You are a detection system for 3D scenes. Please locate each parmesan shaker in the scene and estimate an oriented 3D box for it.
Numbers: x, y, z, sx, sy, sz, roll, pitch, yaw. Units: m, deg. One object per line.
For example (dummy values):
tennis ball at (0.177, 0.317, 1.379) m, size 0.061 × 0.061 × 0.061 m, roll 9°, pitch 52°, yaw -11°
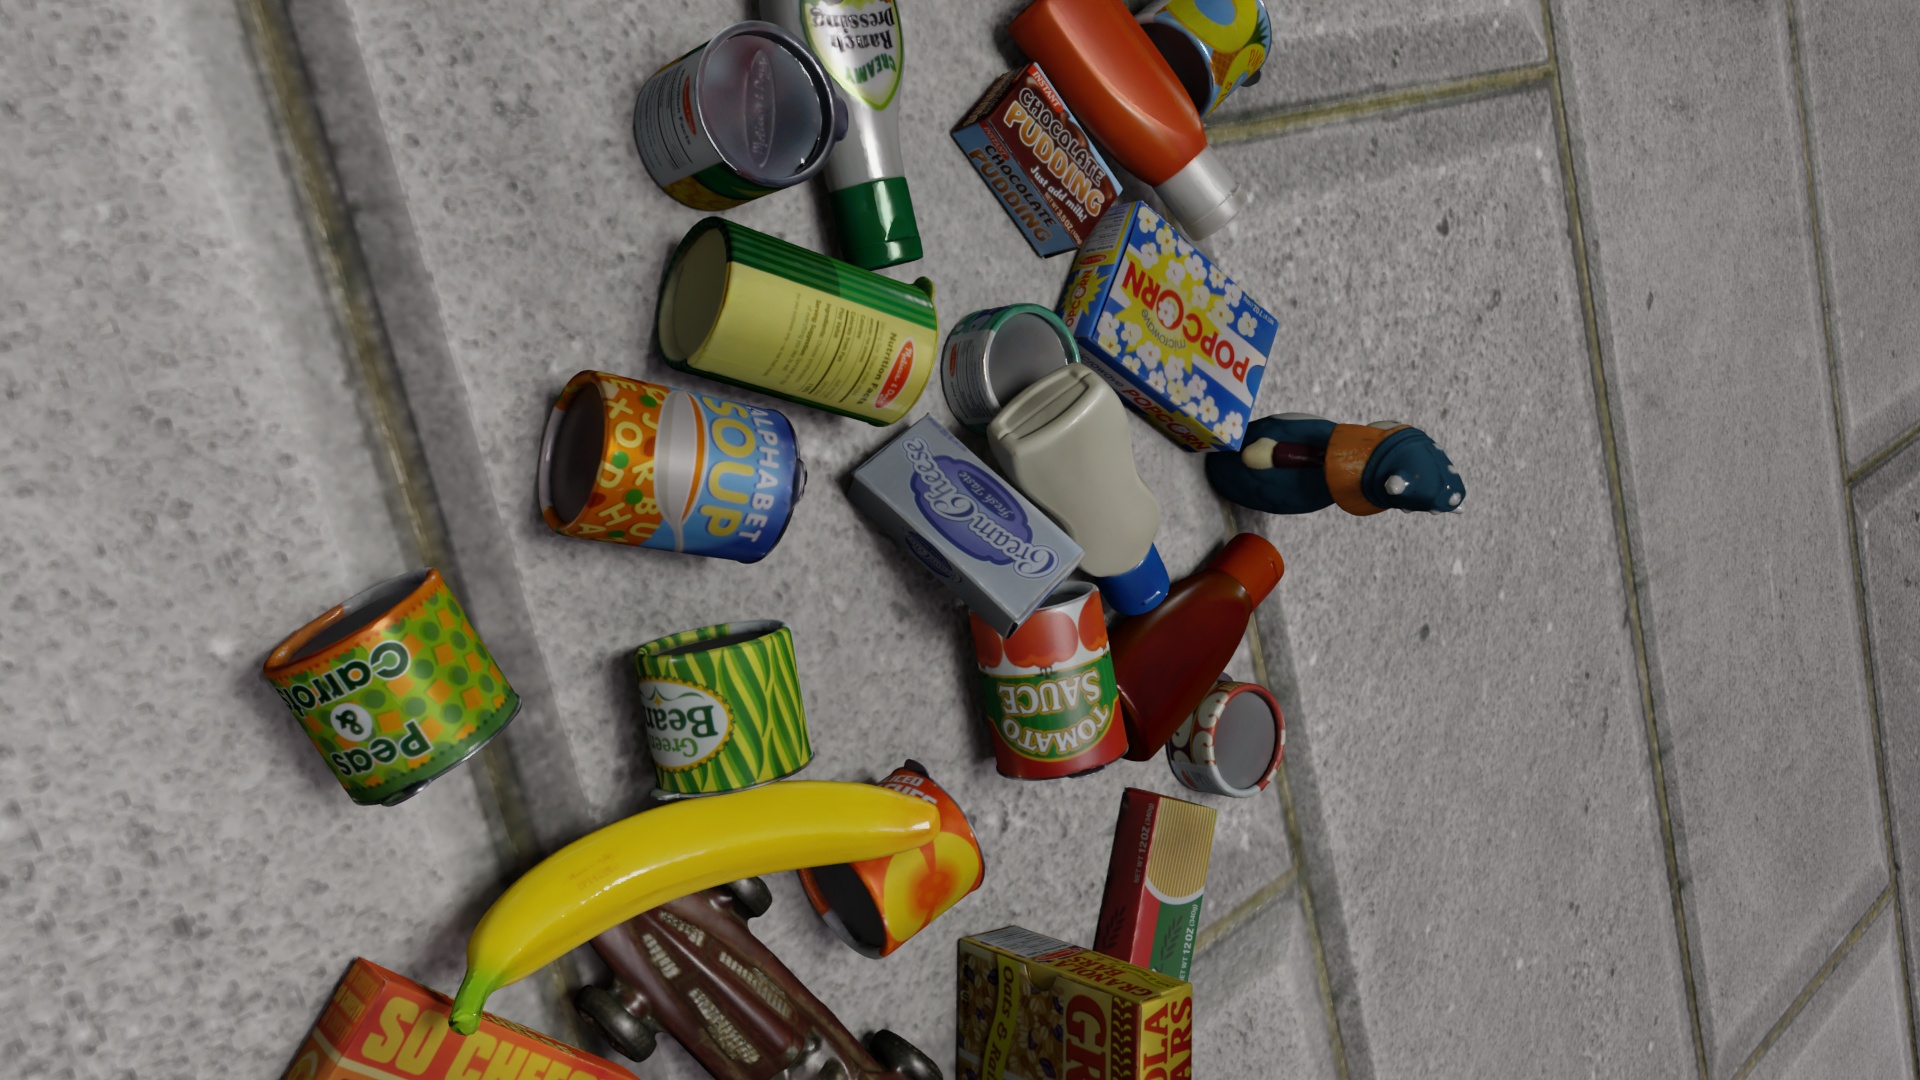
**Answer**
parmesan shaker at (-0.069, -0.095, 0.594) m, size 0.103 × 0.071 × 0.071 m, roll 13°, pitch 82°, yaw -37°

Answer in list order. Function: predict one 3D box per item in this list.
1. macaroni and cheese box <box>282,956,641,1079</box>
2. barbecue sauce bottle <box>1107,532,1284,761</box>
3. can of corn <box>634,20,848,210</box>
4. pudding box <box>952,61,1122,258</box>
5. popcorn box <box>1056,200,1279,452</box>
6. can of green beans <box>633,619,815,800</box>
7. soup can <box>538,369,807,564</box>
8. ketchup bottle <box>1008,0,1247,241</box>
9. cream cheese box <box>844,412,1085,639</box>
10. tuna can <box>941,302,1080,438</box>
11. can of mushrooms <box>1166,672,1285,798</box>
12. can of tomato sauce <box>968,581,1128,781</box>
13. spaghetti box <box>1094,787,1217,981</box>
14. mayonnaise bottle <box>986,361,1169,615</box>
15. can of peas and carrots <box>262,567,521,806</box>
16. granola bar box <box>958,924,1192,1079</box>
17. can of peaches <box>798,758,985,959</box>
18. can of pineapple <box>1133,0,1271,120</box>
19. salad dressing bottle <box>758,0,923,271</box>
macaroni and cheese box at (-0.207, 0.254, 0.503) m, size 0.123 × 0.040 × 0.167 m, roll 39°, pitch 68°, yaw -31°
barbecue sauce bottle at (0.124, 0.052, 0.761) m, size 0.149 × 0.043 × 0.064 m, roll -41°, pitch 119°, yaw -31°
can of corn at (-0.092, -0.175, 0.582) m, size 0.071 × 0.058 × 0.071 m, roll 0°, pitch 90°, yaw -38°
pudding box at (0.040, -0.192, 0.704) m, size 0.083 × 0.030 × 0.050 m, roll 50°, pitch 61°, yaw -27°
popcorn box at (0.112, -0.113, 0.755) m, size 0.126 × 0.038 × 0.085 m, roll 31°, pitch 70°, yaw -34°
can of green beans at (-0.097, 0.068, 0.573) m, size 0.071 × 0.071 × 0.057 m, roll -14°, pitch 99°, yaw -37°
soup can at (-0.115, -0.029, 0.556) m, size 0.084 × 0.071 × 0.071 m, roll 10°, pitch 84°, yaw -38°
ketchup bottle at (0.091, -0.223, 0.716) m, size 0.148 × 0.043 × 0.065 m, roll 48°, pitch 50°, yaw -14°
cream cheese box at (0.002, -0.008, 0.644) m, size 0.104 × 0.024 × 0.053 m, roll 42°, pitch 60°, yaw 9°
tuna can at (0.028, -0.084, 0.692) m, size 0.071 × 0.033 × 0.071 m, roll 0°, pitch 91°, yaw -38°
can of mushrooms at (0.152, 0.110, 0.790) m, size 0.071 × 0.033 × 0.071 m, roll 0°, pitch 90°, yaw -37°
can of tomato sauce at (0.043, 0.068, 0.681) m, size 0.071 × 0.071 × 0.083 m, roll -17°, pitch 100°, yaw -37°
spaghetti box at (0.091, 0.261, 0.744) m, size 0.050 × 0.028 × 0.250 m, roll 19°, pitch 78°, yaw -36°
mayonnaise bottle at (0.067, -0.018, 0.694) m, size 0.065 × 0.041 × 0.147 m, roll -37°, pitch 134°, yaw -5°
can of peas and carrots at (-0.201, 0.051, 0.490) m, size 0.071 × 0.071 × 0.058 m, roll -38°, pitch 112°, yaw -32°
granola bar box at (0.050, 0.279, 0.652) m, size 0.039 × 0.124 × 0.165 m, roll 1°, pitch 89°, yaw -39°
can of peaches at (-0.033, 0.143, 0.623) m, size 0.058 × 0.071 × 0.071 m, roll -30°, pitch 108°, yaw -33°
can of pineapple at (0.126, -0.263, 0.747) m, size 0.058 × 0.071 × 0.071 m, roll -46°, pitch 116°, yaw -27°
salad dressing bottle at (-0.049, -0.196, 0.625) m, size 0.064 × 0.044 × 0.147 m, roll -20°, pitch 103°, yaw -38°
